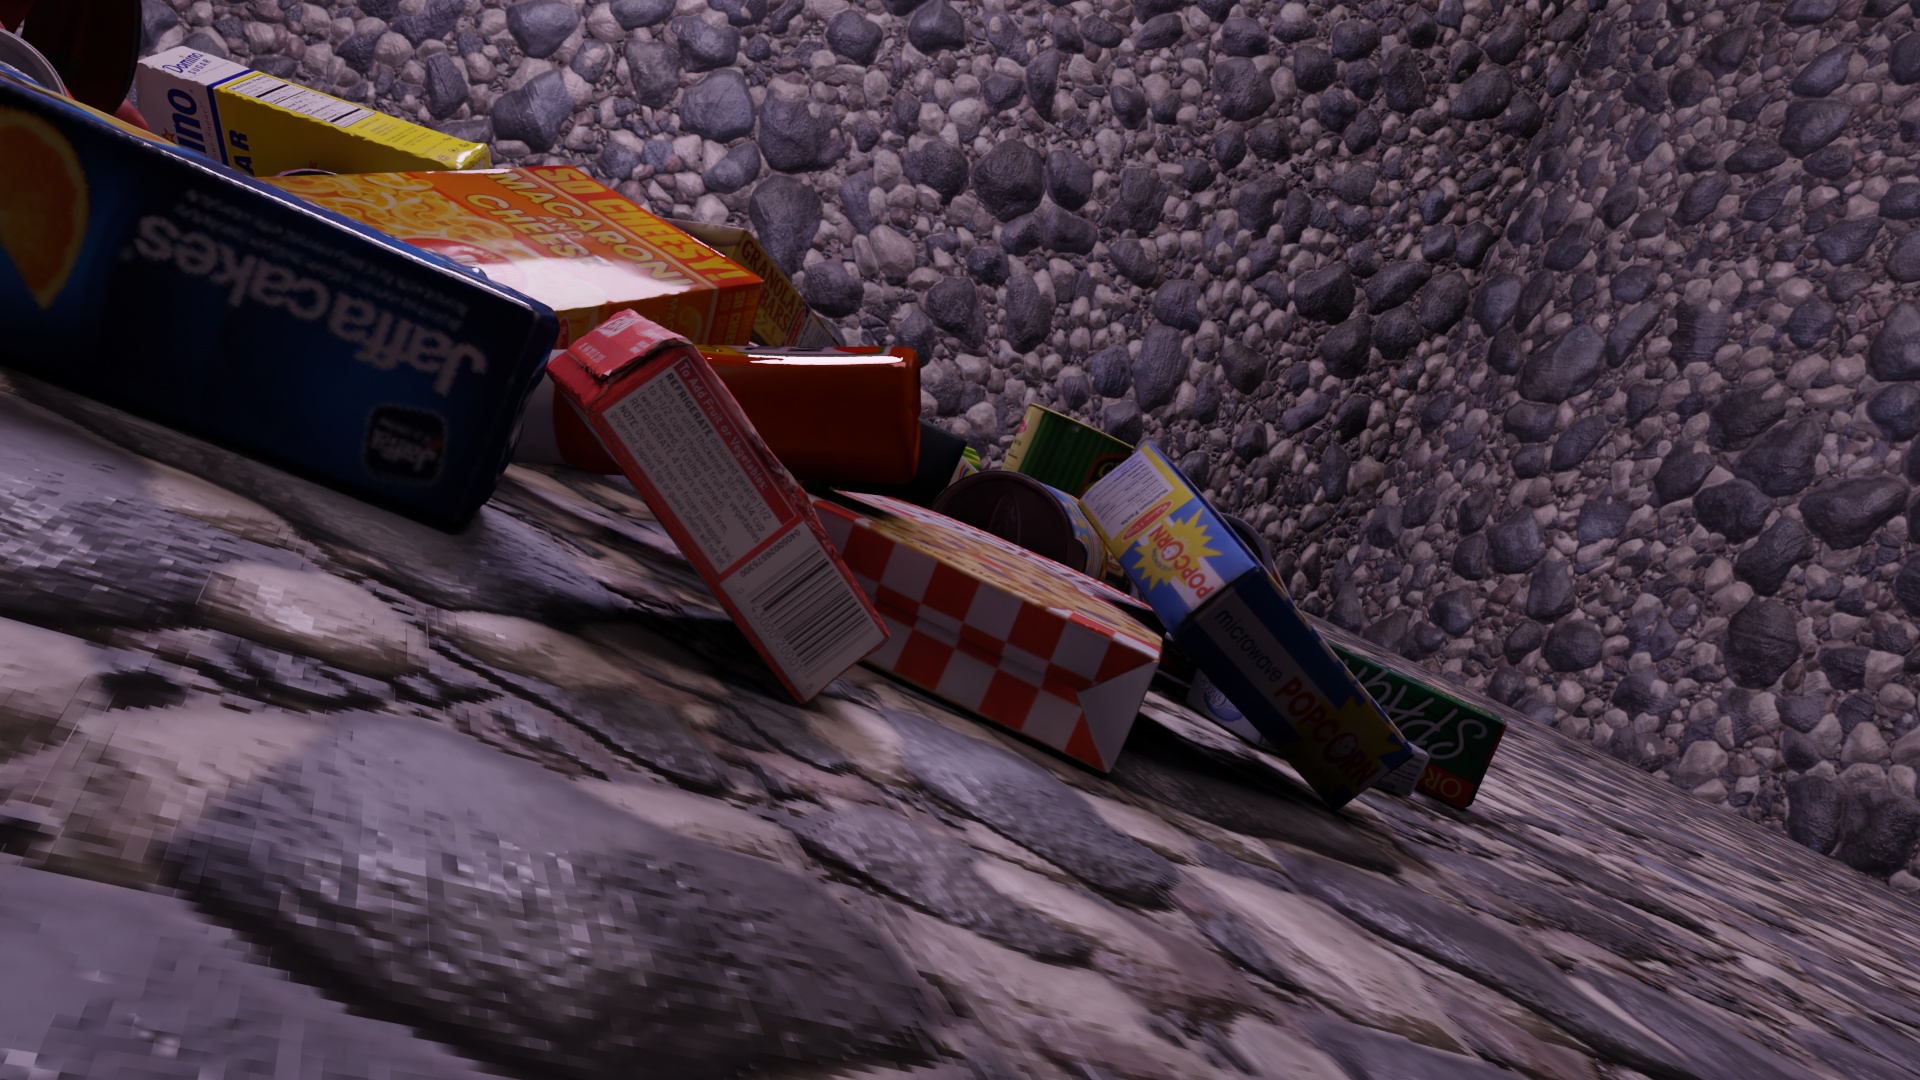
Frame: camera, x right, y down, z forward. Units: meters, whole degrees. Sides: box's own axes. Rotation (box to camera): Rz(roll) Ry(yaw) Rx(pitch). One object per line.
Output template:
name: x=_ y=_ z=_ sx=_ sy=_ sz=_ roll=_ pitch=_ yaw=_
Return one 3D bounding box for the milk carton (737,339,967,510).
milk carton: x=-0.101 y=-0.054 z=0.625 sx=0.191 sy=0.072 sz=0.073 roll=25 pitch=4 yaw=29

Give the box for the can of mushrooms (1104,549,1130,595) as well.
can of mushrooms: x=0.076 y=0.020 z=0.690 sx=0.033 sy=0.071 sz=0.071 roll=24 pitch=4 yaw=21

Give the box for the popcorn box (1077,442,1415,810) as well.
popcorn box: x=0.102 y=0.032 z=0.500 sx=0.126 sy=0.038 sz=0.085 roll=44 pitch=9 yaw=-36

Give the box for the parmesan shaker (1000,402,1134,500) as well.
parmesan shaker: x=0.050 y=-0.020 z=0.804 sx=0.071 sy=0.103 sz=0.071 roll=24 pitch=4 yaw=-2

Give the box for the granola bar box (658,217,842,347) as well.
granola bar box: x=-0.162 y=-0.125 z=0.733 sx=0.165 sy=0.039 sz=0.124 roll=12 pitch=-17 yaw=23

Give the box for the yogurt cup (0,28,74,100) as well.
yogurt cup: x=-0.370 y=-0.157 z=0.531 sx=0.072 sy=0.072 sz=0.054 roll=23 pitch=-4 yaw=-15

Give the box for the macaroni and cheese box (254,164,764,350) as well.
macaroni and cheese box: x=-0.177 y=-0.100 z=0.531 sx=0.124 sy=0.040 sz=0.167 roll=33 pitch=30 yaw=23

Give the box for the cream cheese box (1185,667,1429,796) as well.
cream cheese box: x=0.157 y=0.084 z=0.627 sx=0.104 sy=0.024 sz=0.053 roll=21 pitch=4 yaw=-30

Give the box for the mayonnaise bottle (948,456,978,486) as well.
mayonnaise bottle: x=0.002 y=-0.009 z=0.699 sx=0.041 sy=0.065 sz=0.148 roll=-4 pitch=-10 yaw=23

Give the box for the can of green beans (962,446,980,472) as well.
can of green beans: x=-0.029 y=-0.032 z=0.773 sx=0.058 sy=0.071 sz=0.071 roll=22 pitch=4 yaw=-22

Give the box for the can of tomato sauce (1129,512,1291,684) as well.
can of tomato sauce: x=0.123 y=0.035 z=0.663 sx=0.071 sy=0.071 sz=0.083 roll=26 pitch=-12 yaw=32

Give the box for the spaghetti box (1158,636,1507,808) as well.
spaghetti box: x=0.154 y=0.061 z=0.721 sx=0.250 sy=0.050 sz=0.029 roll=25 pitch=6 yaw=18

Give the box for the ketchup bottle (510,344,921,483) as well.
ketchup bottle: x=-0.088 y=-0.041 z=0.443 sx=0.149 sy=0.043 sz=0.065 roll=1 pitch=1 yaw=1

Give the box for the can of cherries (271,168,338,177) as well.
can of cherries: x=-0.317 y=-0.147 z=0.676 sx=0.071 sy=0.071 sz=0.058 roll=21 pitch=4 yaw=-31

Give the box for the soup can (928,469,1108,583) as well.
soup can: x=0.028 y=0.007 z=0.605 sx=0.071 sy=0.071 sz=0.084 roll=25 pitch=4 yaw=16

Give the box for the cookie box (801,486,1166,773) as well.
cookie box: x=0.008 y=0.023 z=0.477 sx=0.123 sy=0.040 sz=0.167 roll=24 pitch=4 yaw=9
